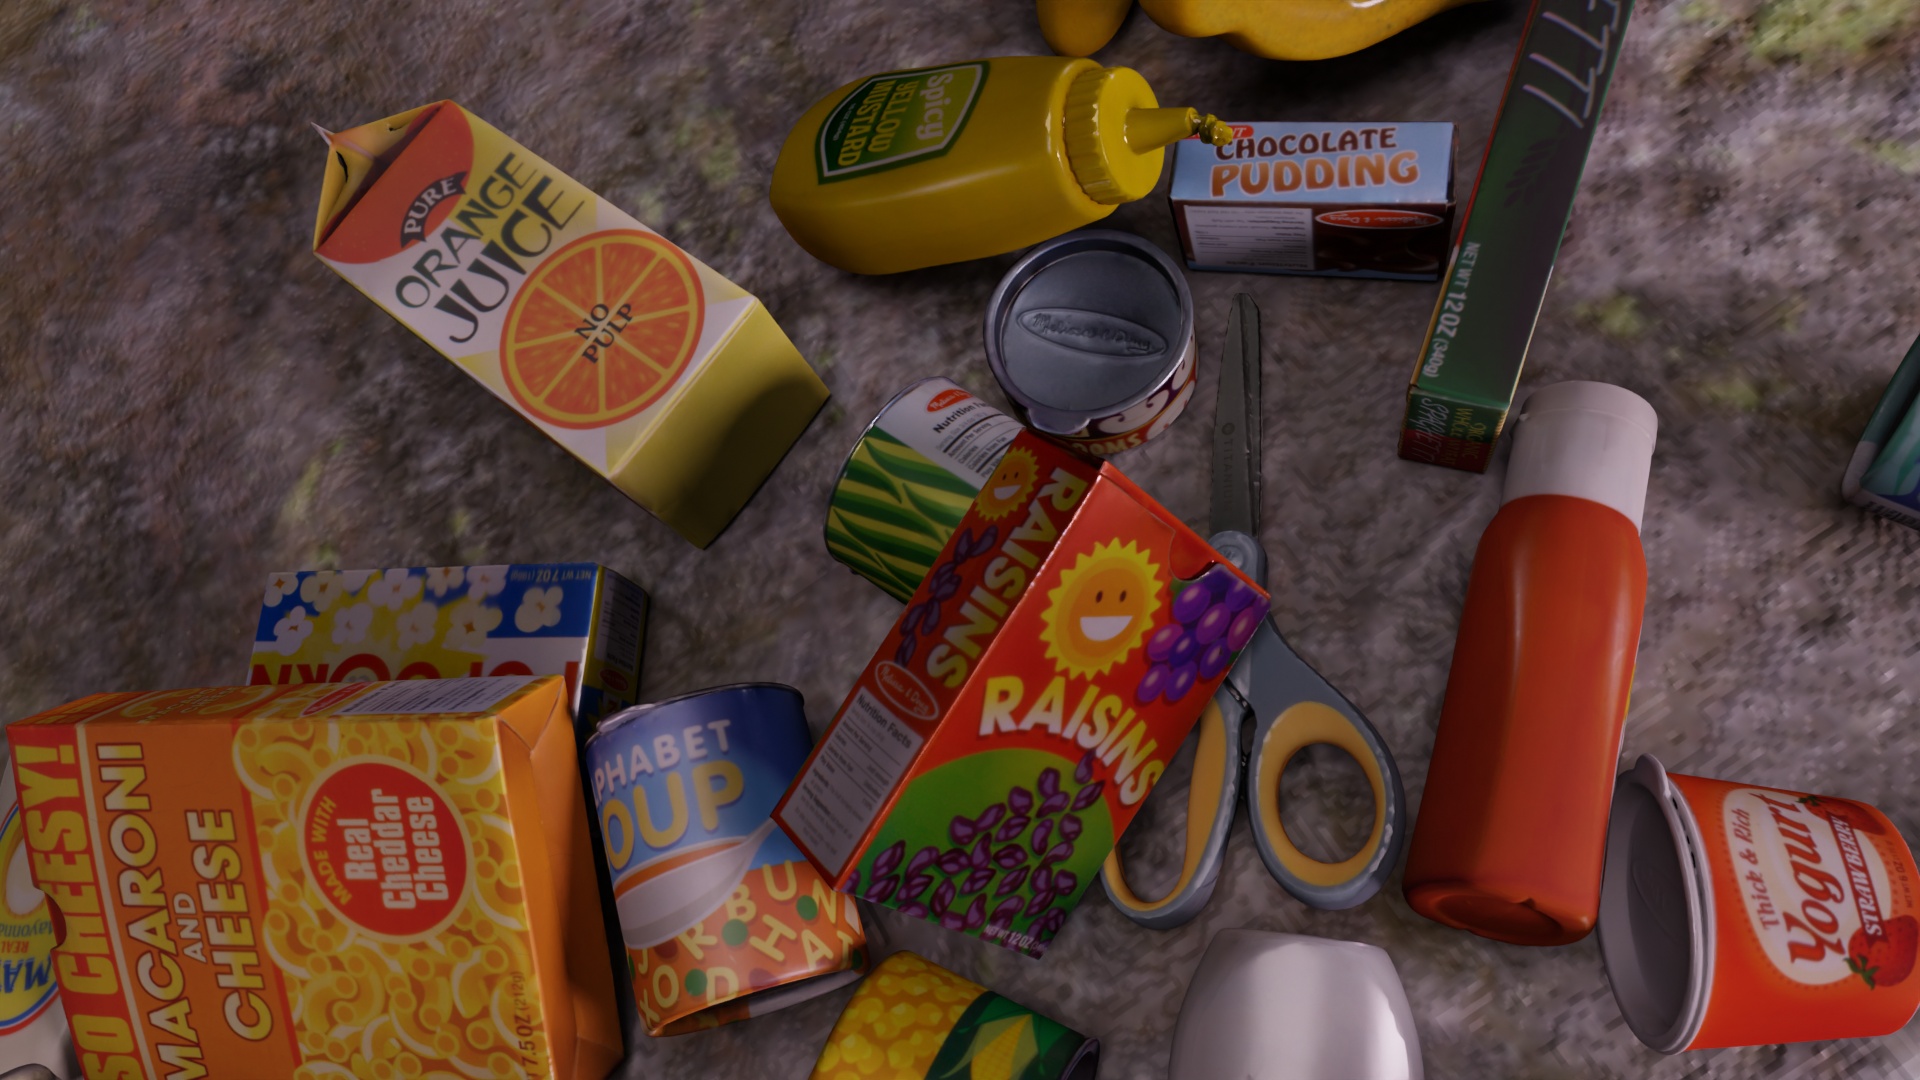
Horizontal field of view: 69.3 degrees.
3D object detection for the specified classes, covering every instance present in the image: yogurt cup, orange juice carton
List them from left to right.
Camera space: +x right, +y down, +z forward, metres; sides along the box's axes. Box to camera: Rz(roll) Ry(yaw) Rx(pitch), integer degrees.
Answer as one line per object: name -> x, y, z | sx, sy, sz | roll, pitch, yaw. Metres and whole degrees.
orange juice carton -> -0.146, -0.084, 0.480 | 0.193, 0.071, 0.073 | 34, 82, 22
yogurt cup -> 0.192, 0.090, 0.337 | 0.054, 0.072, 0.072 | 1, 72, 7

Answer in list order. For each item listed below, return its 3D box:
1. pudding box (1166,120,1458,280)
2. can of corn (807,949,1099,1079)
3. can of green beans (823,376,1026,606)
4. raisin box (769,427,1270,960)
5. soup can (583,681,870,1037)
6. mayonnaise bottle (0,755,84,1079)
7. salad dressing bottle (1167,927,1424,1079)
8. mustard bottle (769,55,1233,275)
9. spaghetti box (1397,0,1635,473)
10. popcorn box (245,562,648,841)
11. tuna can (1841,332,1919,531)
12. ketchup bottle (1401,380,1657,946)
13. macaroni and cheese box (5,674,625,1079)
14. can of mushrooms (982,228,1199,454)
pudding box -> 0.110, -0.105, 0.433 | 0.084, 0.049, 0.030 | 6, 75, 17
can of corn -> -0.004, 0.150, 0.362 | 0.058, 0.071, 0.071 | 19, 78, 21
can of green beans -> 0.002, -0.007, 0.418 | 0.058, 0.071, 0.071 | 33, 82, 22
raisin box -> 0.019, 0.043, 0.374 | 0.040, 0.086, 0.123 | 32, 89, 50
soup can -> -0.069, 0.091, 0.399 | 0.071, 0.071, 0.084 | -21, 68, 7
mayonnaise bottle -> -0.296, 0.140, 0.457 | 0.065, 0.041, 0.148 | -4, 70, 15
salad dressing bottle -> 0.081, 0.175, 0.347 | 0.064, 0.044, 0.148 | 4, 74, 10
mustard bottle -> 0.012, -0.123, 0.439 | 0.160, 0.048, 0.065 | 1, 61, 37
spaghetti box -> 0.184, -0.142, 0.426 | 0.029, 0.050, 0.250 | 17, 76, 18
popcorn box -> -0.171, 0.053, 0.457 | 0.127, 0.038, 0.085 | -2, 72, 14
tuna can -> 0.262, -0.035, 0.358 | 0.033, 0.071, 0.071 | 27, 80, 22
ketchup bottle -> 0.155, 0.029, 0.370 | 0.043, 0.064, 0.149 | 16, 69, 10
macaroni and cheese box -> -0.191, 0.105, 0.411 | 0.166, 0.040, 0.123 | -3, 100, 15
can of mushrooms -> 0.042, -0.061, 0.444 | 0.071, 0.033, 0.071 | -4, 70, 12
